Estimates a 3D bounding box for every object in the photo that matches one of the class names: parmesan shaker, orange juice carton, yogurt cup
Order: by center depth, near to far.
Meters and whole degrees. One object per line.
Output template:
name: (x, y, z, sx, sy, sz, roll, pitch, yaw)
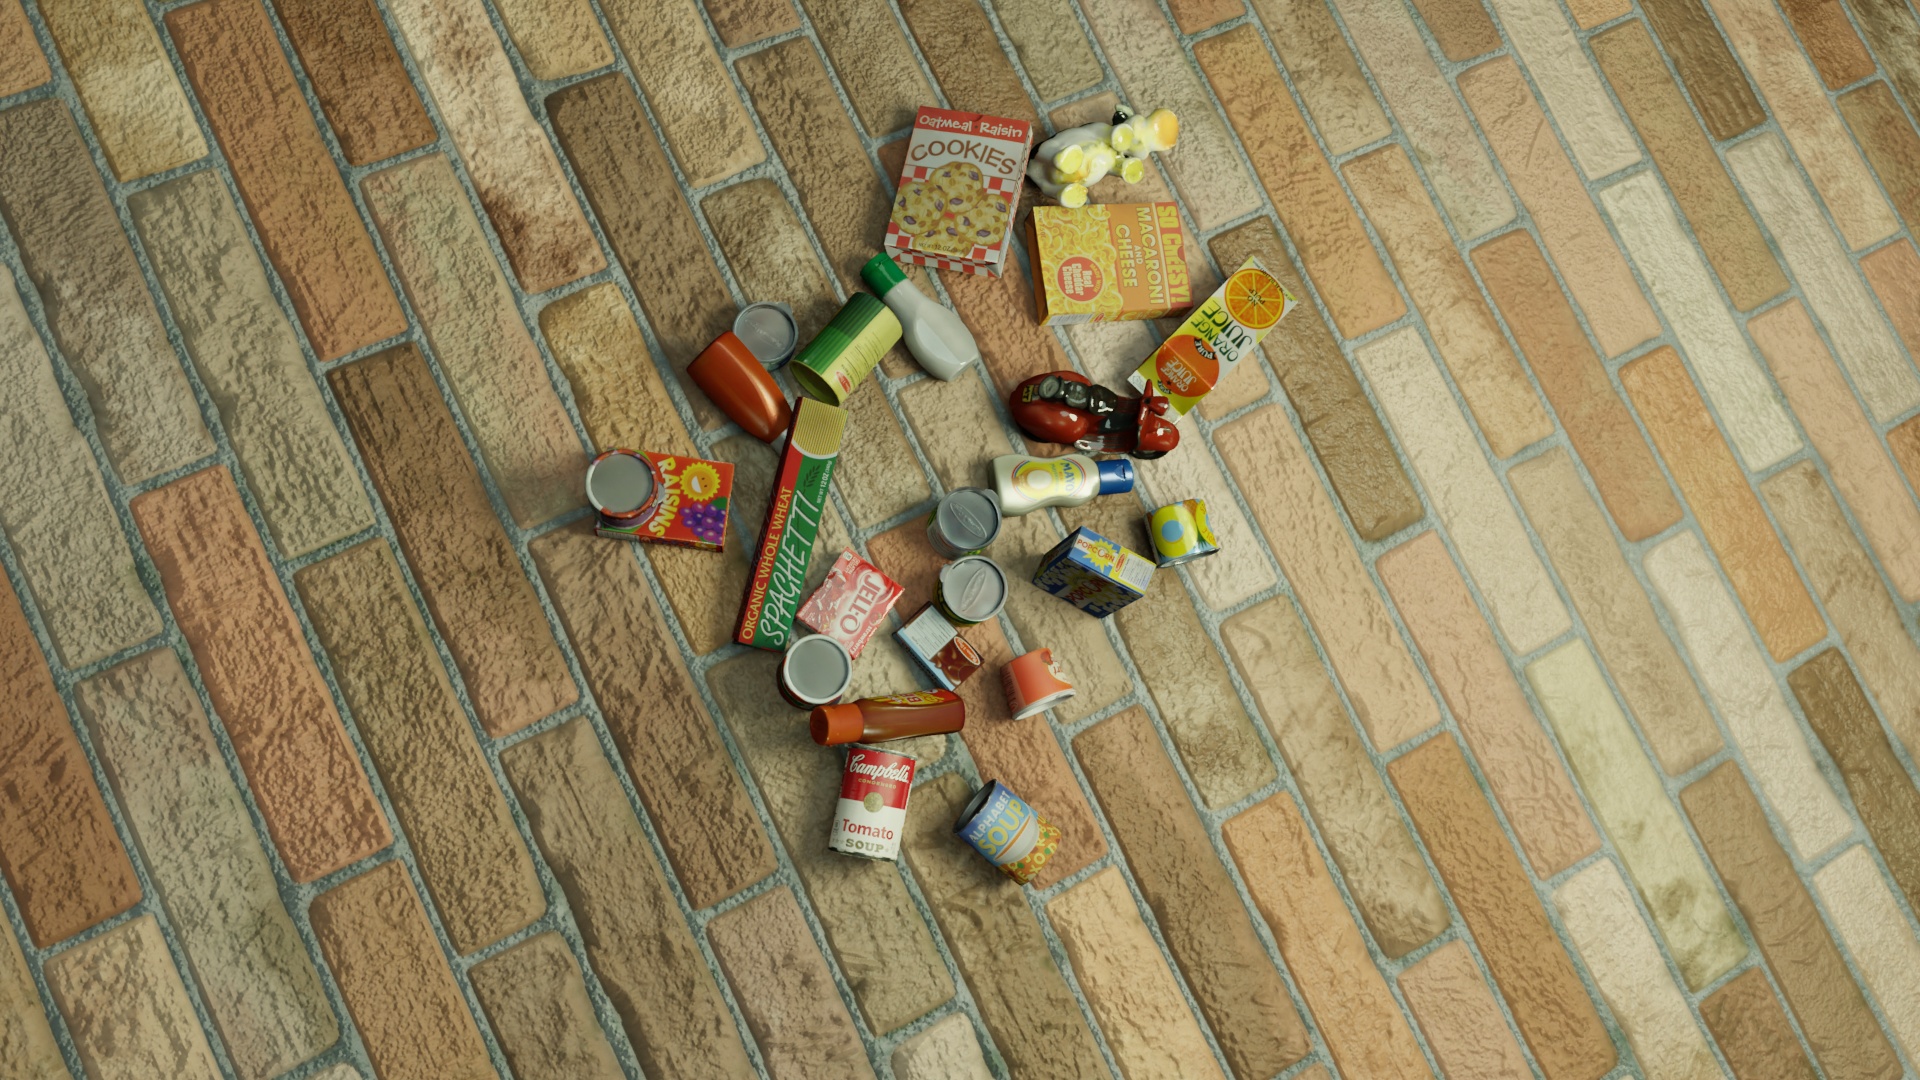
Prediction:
yogurt cup: (0.074, 0.141, 1.381, 0.072, 0.072, 0.054, -20, 76, -15)
parmesan shaker: (-0.115, -0.193, 1.410, 0.071, 0.071, 0.103, 40, 73, -2)
orange juice carton: (0.266, -0.211, 1.490, 0.072, 0.073, 0.193, 45, 74, -1)

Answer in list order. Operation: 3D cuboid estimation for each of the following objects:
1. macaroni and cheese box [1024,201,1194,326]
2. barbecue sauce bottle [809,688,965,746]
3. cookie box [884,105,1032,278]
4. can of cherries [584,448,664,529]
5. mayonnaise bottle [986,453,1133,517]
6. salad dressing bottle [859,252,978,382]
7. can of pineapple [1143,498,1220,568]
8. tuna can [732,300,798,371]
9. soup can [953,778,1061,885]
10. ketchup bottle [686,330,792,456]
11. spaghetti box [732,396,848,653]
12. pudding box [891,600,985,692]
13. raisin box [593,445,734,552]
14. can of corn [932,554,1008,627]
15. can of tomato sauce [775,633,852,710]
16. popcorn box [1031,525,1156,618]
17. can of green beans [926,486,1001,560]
macaroni and cheese box: (0.161, -0.300, 1.503, 0.167, 0.040, 0.124, -6, 81, -13)
barbecue sauce bottle: (-0.071, 0.169, 1.316, 0.149, 0.065, 0.043, -2, 94, -37)
cookie box: (-0.001, -0.369, 1.464, 0.123, 0.040, 0.168, 11, 76, 9)
can of cherries: (-0.313, -0.049, 1.297, 0.071, 0.058, 0.071, 2, 78, -11)
mayonnaise bottle: (0.104, -0.062, 1.440, 0.148, 0.041, 0.065, -6, 78, -13)
salad dressing bottle: (-0.044, -0.233, 1.442, 0.064, 0.043, 0.147, -39, 87, -30)
can of pineapple: (0.230, -0.008, 1.442, 0.071, 0.071, 0.058, -13, 81, -14)
tuna can: (-0.197, -0.208, 1.410, 0.071, 0.032, 0.071, 2, 78, -12)
soup can: (0.046, 0.282, 1.340, 0.084, 0.071, 0.071, 39, 74, -2)
ketchup bottle: (-0.202, -0.135, 1.381, 0.148, 0.064, 0.044, 48, 38, -8)
spaghetti box: (-0.166, -0.015, 1.353, 0.050, 0.028, 0.250, 16, 86, -20)
pudding box: (-0.022, 0.107, 1.383, 0.050, 0.030, 0.083, -43, 90, -18)
raisin box: (-0.287, -0.039, 1.352, 0.123, 0.040, 0.086, 8, 76, -9)
can of corn: (0.006, 0.050, 1.387, 0.071, 0.058, 0.071, 2, 78, -12)
can of tomato sauce: (-0.139, 0.128, 1.326, 0.071, 0.083, 0.071, 2, 78, -11)
popcorn box: (0.131, 0.033, 1.382, 0.085, 0.126, 0.038, 27, 72, -6)
can of green beans: (0.003, -0.016, 1.400, 0.071, 0.057, 0.071, 2, 78, -11)
